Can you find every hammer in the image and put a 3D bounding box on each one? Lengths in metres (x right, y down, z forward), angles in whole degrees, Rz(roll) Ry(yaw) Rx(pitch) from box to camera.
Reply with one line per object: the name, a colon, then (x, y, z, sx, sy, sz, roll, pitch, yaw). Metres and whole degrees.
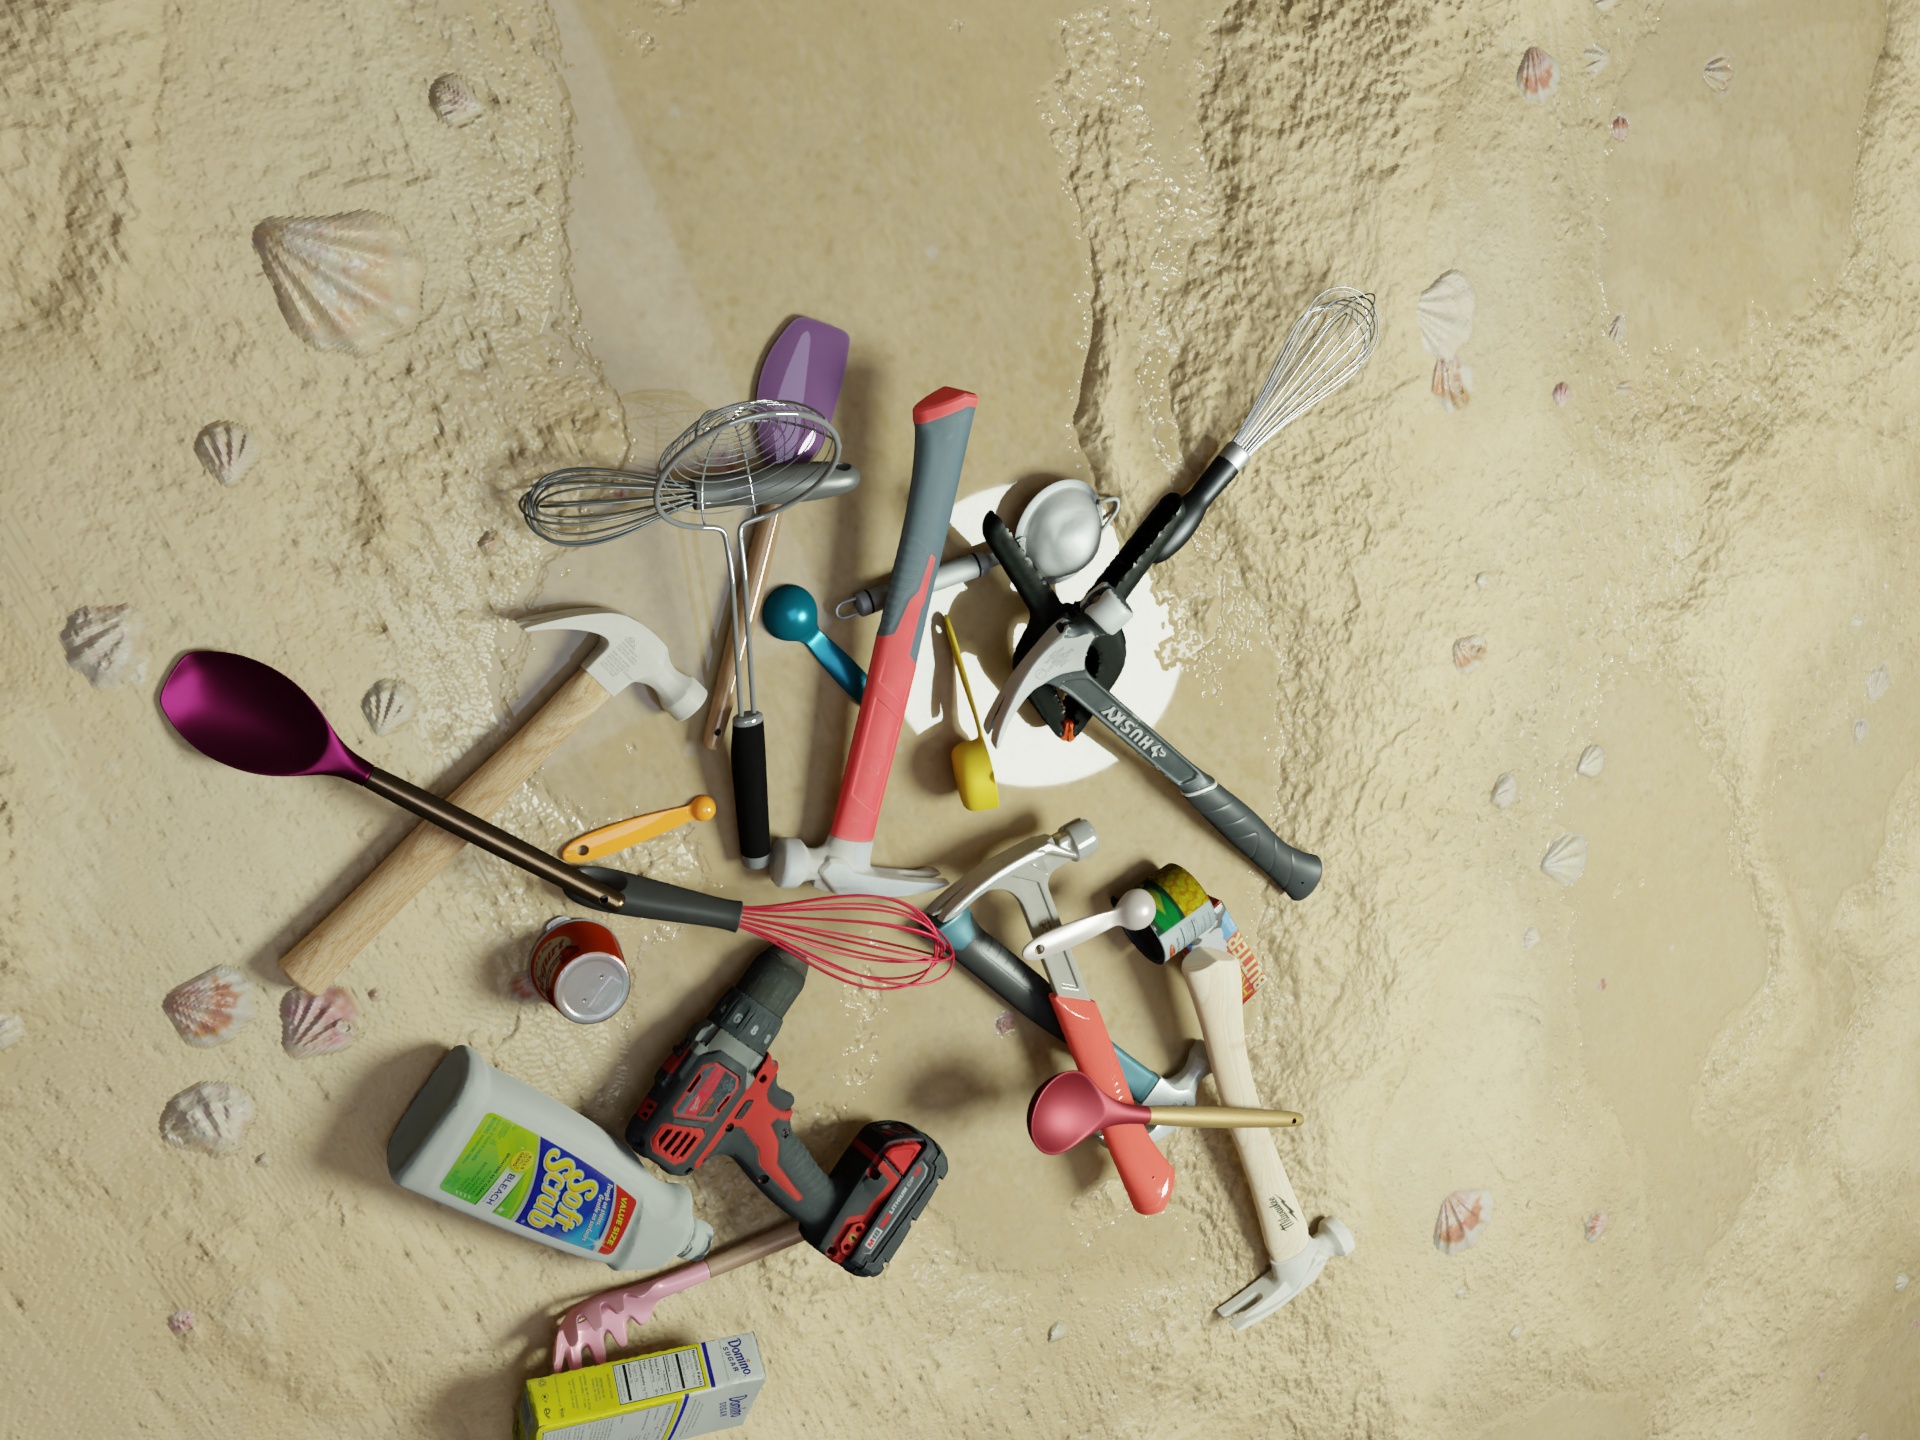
hammer: (0.253, 0.374, 1.425, 0.146, 0.038, 0.410, -30, 120, -17)
hammer: (-0.331, 0.053, 1.083, 0.331, 0.031, 0.130, -46, 118, -10)
hammer: (0.182, 0.049, 1.308, 0.149, 0.036, 0.408, -42, 128, 12)
hammer: (-0.033, -0.051, 1.179, 0.143, 0.038, 0.386, 7, 106, -28)
hammer: (0.096, 0.264, 1.308, 0.149, 0.037, 0.358, -28, 112, -20)
hammer: (0.088, 0.252, 1.341, 0.330, 0.033, 0.128, 42, 81, -28)

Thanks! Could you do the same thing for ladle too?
ladle: (0.175, 0.329, 1.327, 0.315, 0.031, 0.069, 11, 92, -34)

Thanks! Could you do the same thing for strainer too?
strainer: (0.023, -0.121, 1.218, 0.258, 0.050, 0.086, -21, 125, -18)

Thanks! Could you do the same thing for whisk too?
whisk: (-0.181, -0.155, 1.092, 0.239, 0.055, 0.055, -10, 106, -21)
whisk: (-0.144, 0.147, 1.167, 0.295, 0.073, 0.073, 13, 96, -15)
whisk: (0.242, -0.238, 1.291, 0.070, 0.070, 0.284, 41, 87, -28)

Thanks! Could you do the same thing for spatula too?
spatula: (-0.142, -0.132, 1.142, 0.059, 0.018, 0.316, 13, 95, -24)

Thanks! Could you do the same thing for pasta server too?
pasta server: (-0.171, 0.427, 1.249, 0.316, 0.040, 0.060, -16, 138, -25)

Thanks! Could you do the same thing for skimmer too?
skimmer: (-0.139, -0.045, 1.088, 0.127, 0.090, 0.363, -13, 119, -26)

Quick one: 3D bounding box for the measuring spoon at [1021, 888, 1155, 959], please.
measuring spoon: (0.105, 0.167, 1.263, 0.124, 0.018, 0.034, -18, 108, -22)

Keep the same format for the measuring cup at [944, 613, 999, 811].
measuring cup: (-0.002, -0.004, 1.232, 0.029, 0.062, 0.156, -15, 97, -4)

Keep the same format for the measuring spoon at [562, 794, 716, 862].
measuring spoon: (-0.231, 0.080, 1.151, 0.117, 0.011, 0.021, -19, 110, -22)

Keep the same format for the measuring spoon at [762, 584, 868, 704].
measuring spoon: (-0.096, -0.049, 1.182, 0.042, 0.021, 0.128, -48, 117, -9)

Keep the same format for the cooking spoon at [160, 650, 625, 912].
cooking spoon: (-0.363, 0.049, 1.040, 0.318, 0.017, 0.069, 30, 88, -15)

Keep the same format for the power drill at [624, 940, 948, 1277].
power drill: (-0.119, 0.296, 1.215, 0.226, 0.080, 0.188, 39, 76, -19)
